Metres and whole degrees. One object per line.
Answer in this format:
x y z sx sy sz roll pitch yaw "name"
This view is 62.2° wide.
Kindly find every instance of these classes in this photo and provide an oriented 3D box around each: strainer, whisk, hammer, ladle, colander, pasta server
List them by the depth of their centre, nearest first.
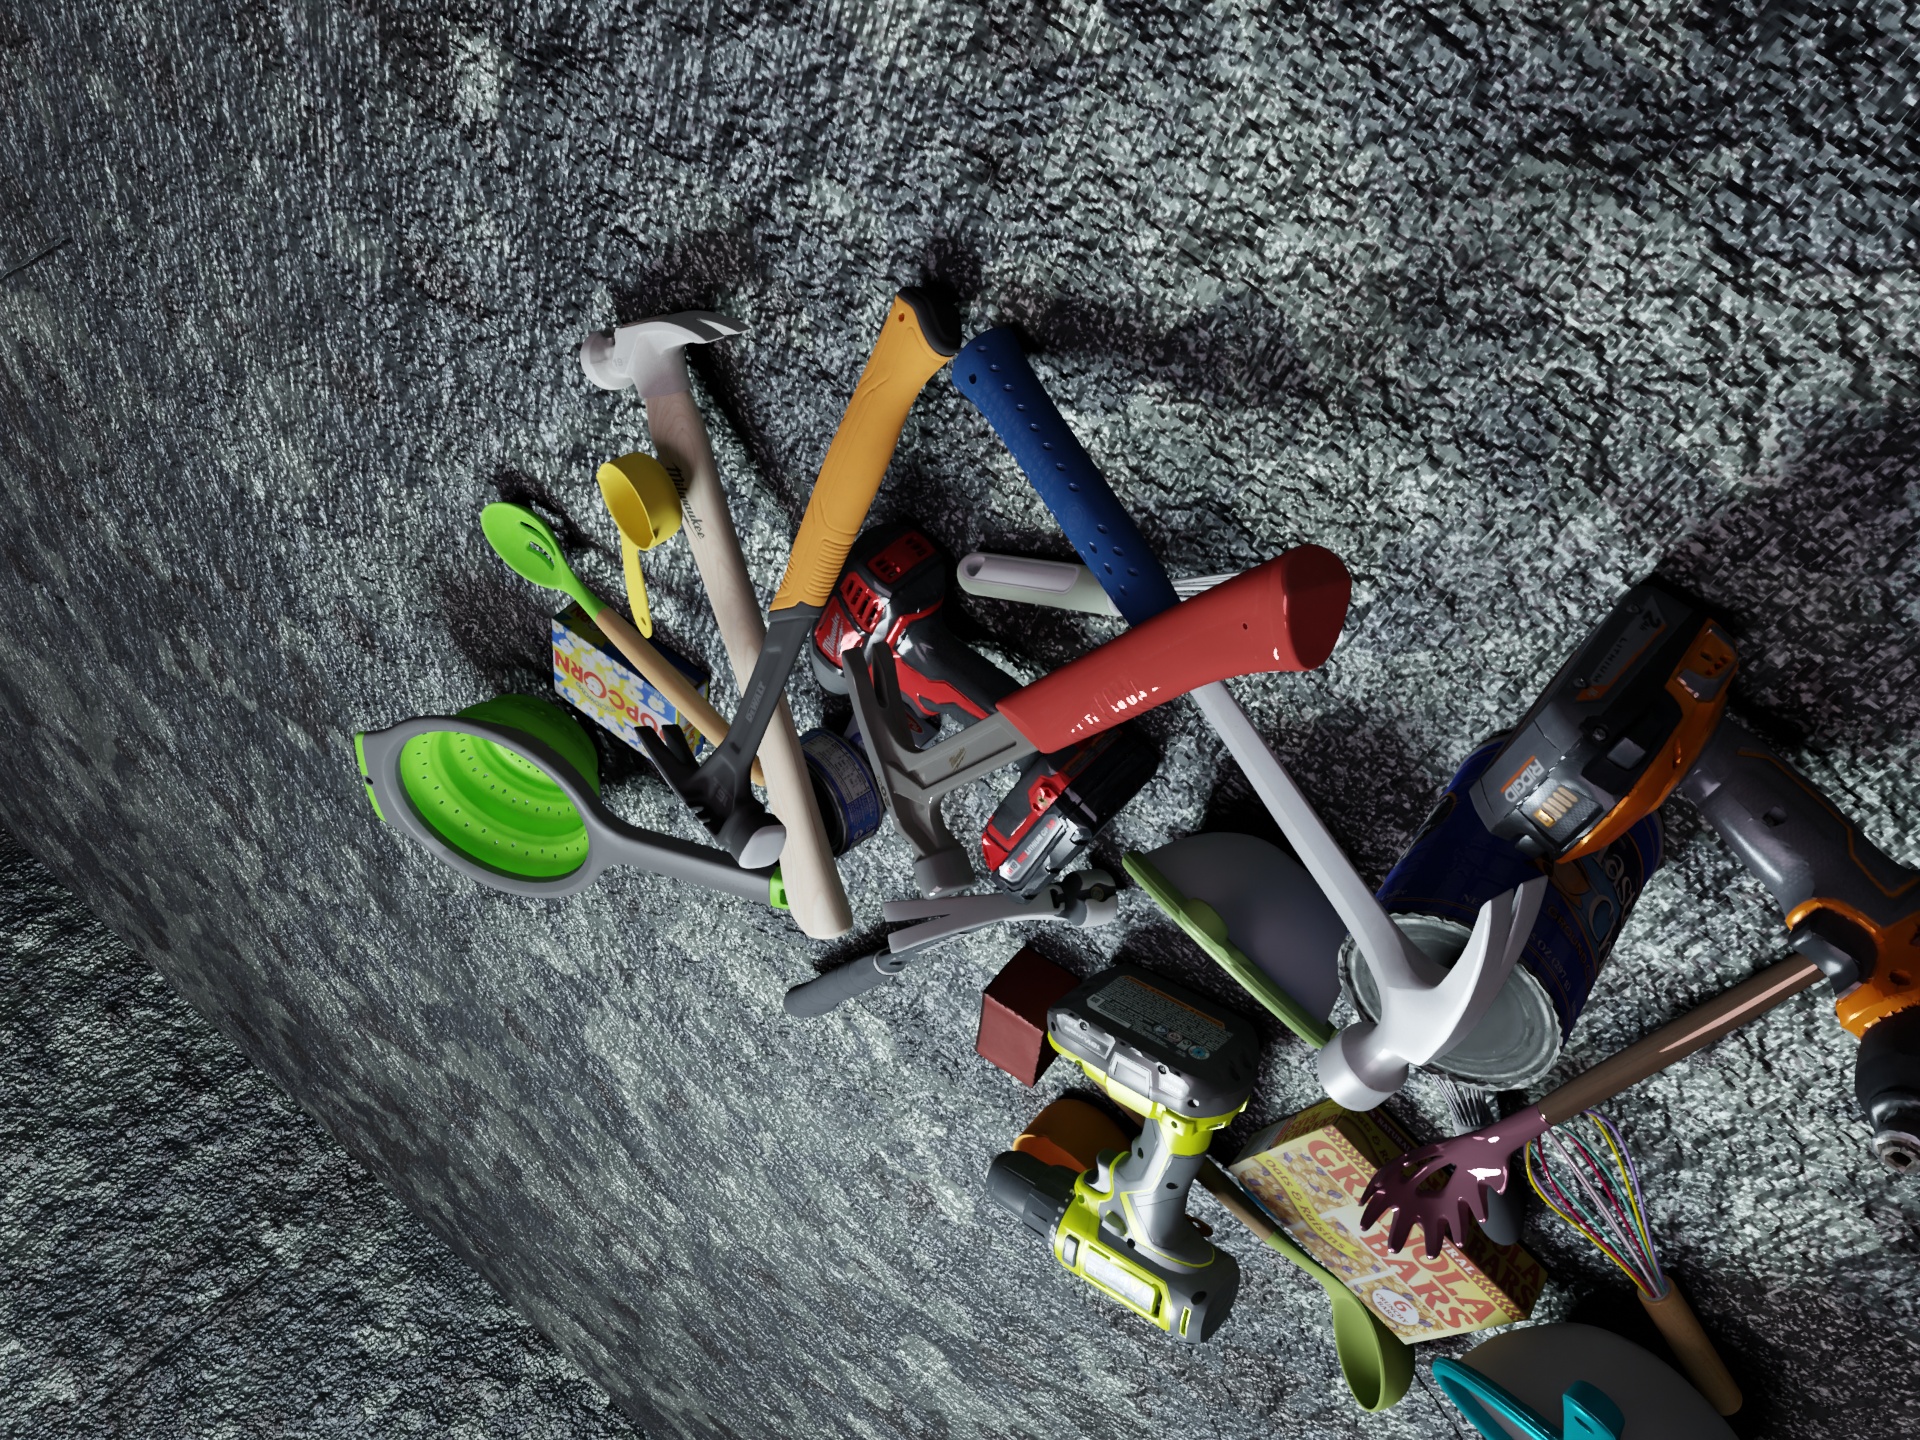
0.108 -0.030 0.723 0.406 0.035 0.144 59 144 24 "hammer"
0.048 -0.016 0.754 0.359 0.036 0.149 -29 78 57 "hammer"
0.321 0.195 0.814 0.060 0.040 0.316 37 131 -4 "pasta server"
0.153 0.096 0.833 0.151 0.069 0.256 44 -179 17 "strainer"
0.091 -0.066 0.835 0.246 0.058 0.059 13 162 42 "whisk"
-0.087 -0.085 0.885 0.127 0.034 0.336 44 120 33 "hammer"
0.373 0.390 0.888 0.211 0.095 0.340 37 165 36 "strainer"
0.284 0.205 0.895 0.070 0.070 0.284 6 133 41 "whisk"
0.383 0.311 0.905 0.051 0.047 0.244 -15 116 48 "whisk"
-0.129 -0.048 0.994 0.146 0.038 0.410 8 119 50 "hammer"
0.190 0.350 1.115 0.320 0.062 0.078 42 159 9 "ladle"
-0.049 0.173 1.144 0.409 0.149 0.036 -36 62 59 "hammer"
-0.290 0.066 1.301 0.397 0.095 0.204 14 135 10 "colander"

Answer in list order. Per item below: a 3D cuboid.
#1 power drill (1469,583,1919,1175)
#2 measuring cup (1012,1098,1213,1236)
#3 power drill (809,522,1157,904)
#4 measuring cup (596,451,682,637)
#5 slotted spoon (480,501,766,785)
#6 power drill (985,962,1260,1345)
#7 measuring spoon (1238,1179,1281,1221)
0.325 0.063 0.633 0.226 0.164 0.084 39 143 12 "power drill"
0.121 0.331 1.162 0.174 0.052 0.095 8 129 40 "measuring cup"
-0.002 -0.003 0.958 0.220 0.078 0.143 45 142 7 "power drill"
-0.193 -0.106 0.991 0.062 0.029 0.156 46 153 22 "measuring cup"
-0.238 -0.058 1.132 0.314 0.031 0.070 42 144 22 "slotted spoon"
0.105 0.284 1.065 0.191 0.080 0.228 24 122 33 "power drill"
0.247 0.347 1.083 0.128 0.021 0.042 37 -174 6 "measuring spoon"
